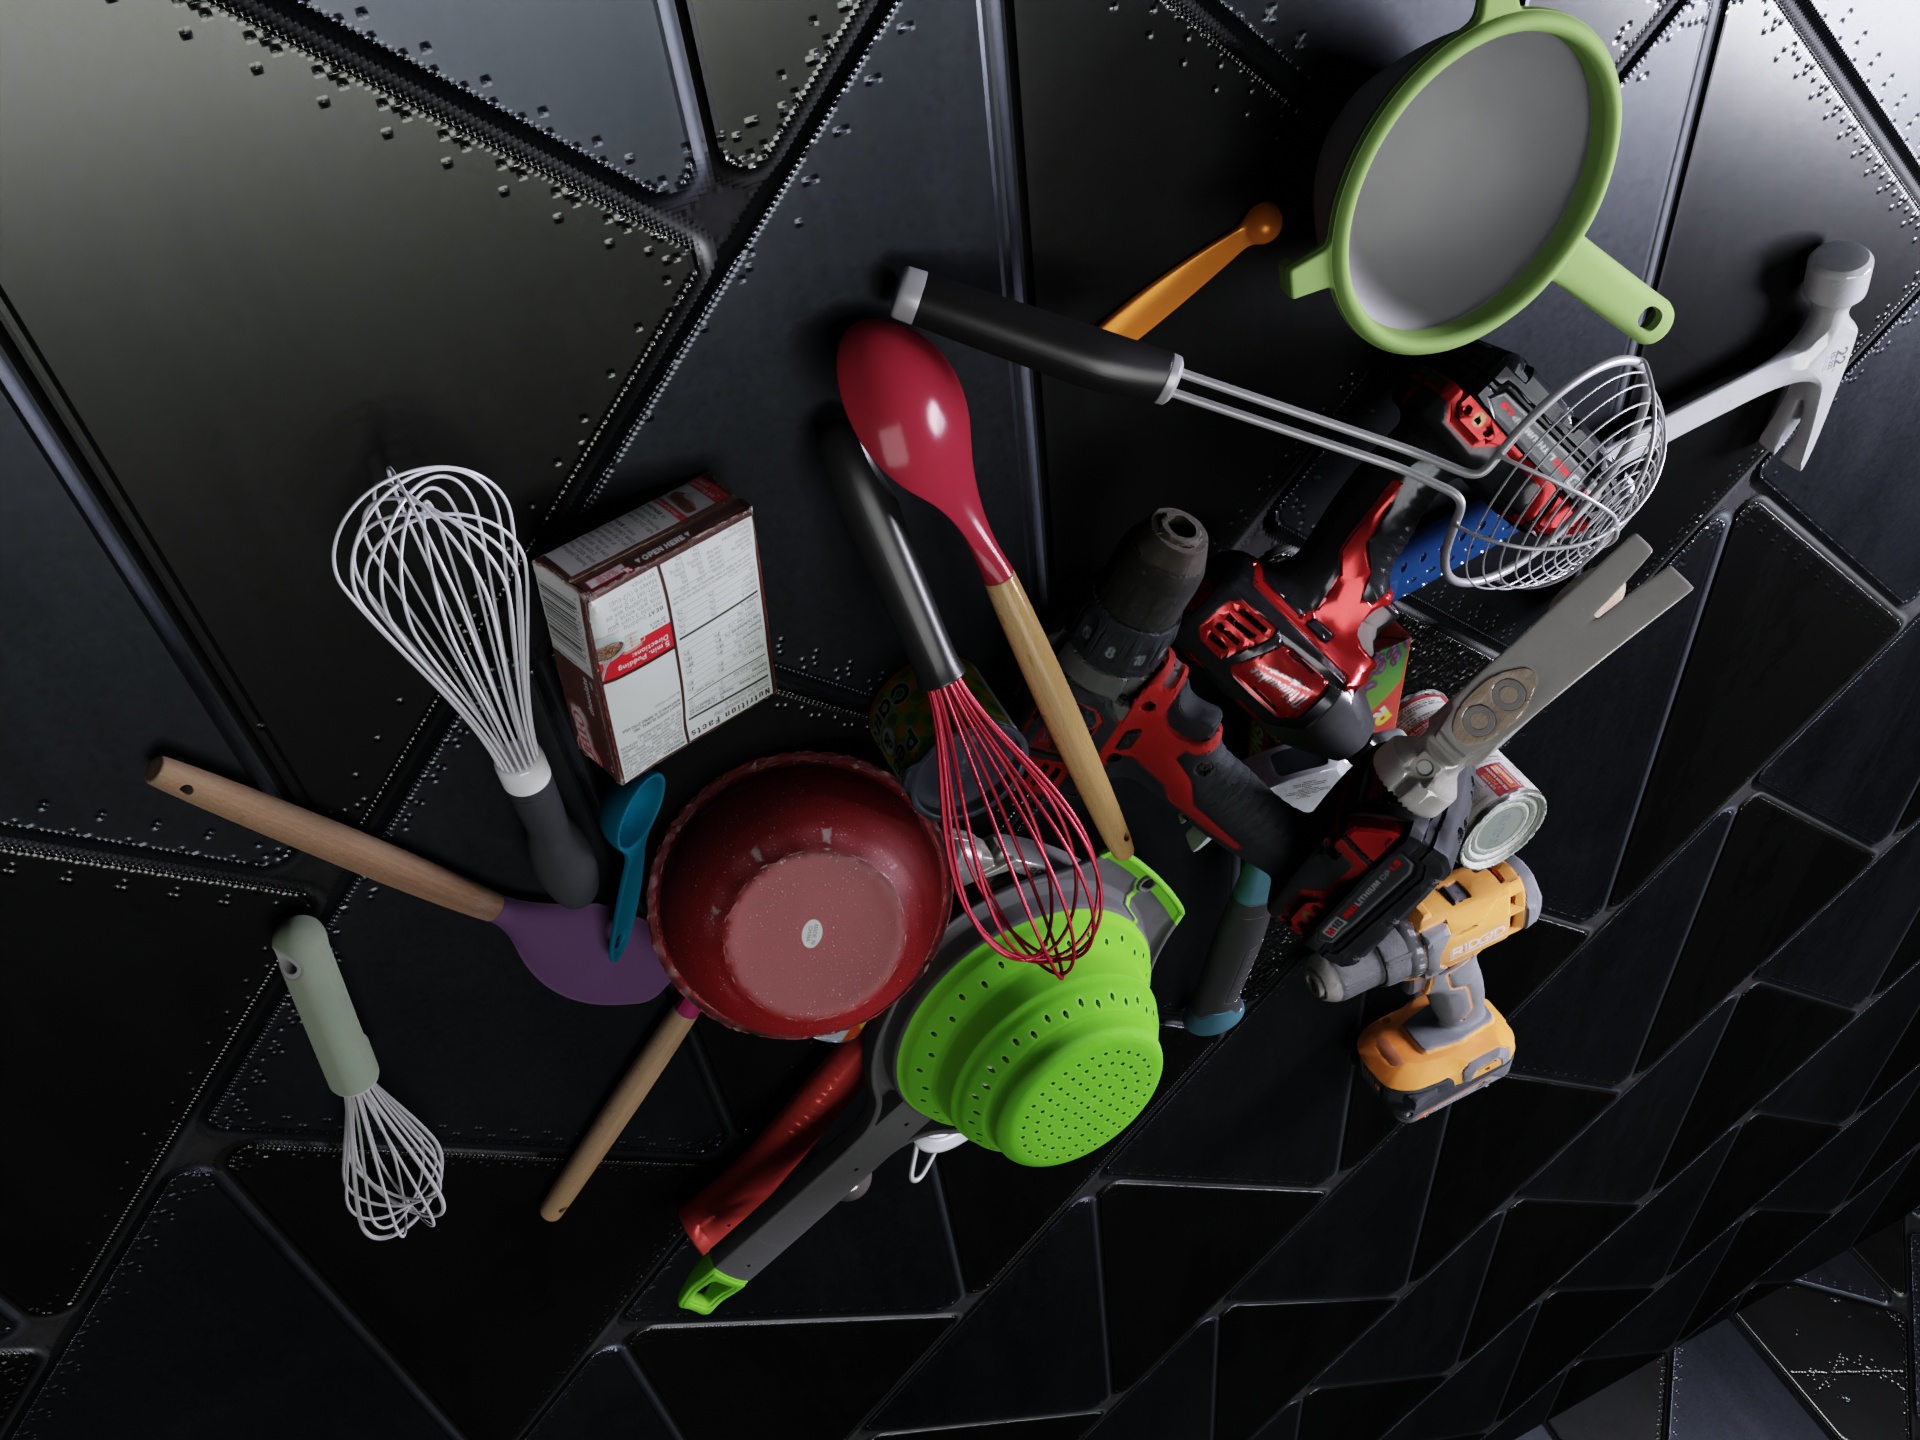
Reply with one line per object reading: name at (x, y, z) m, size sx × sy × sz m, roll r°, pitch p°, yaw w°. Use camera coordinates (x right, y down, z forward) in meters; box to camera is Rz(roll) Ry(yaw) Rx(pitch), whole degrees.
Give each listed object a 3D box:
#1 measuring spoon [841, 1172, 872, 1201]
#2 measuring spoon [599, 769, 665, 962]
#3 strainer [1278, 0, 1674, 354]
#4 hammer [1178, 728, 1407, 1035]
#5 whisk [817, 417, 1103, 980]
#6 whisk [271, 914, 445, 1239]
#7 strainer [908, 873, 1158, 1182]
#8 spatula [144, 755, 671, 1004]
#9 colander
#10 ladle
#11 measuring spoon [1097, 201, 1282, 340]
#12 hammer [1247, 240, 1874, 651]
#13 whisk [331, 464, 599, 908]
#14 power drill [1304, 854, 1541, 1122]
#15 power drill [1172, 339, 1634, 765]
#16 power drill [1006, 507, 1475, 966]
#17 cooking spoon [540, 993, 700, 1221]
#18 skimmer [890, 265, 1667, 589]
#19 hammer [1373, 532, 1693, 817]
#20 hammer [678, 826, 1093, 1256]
measuring spoon at (-0.090, 0.316, 1.056) m, size 0.034 × 0.018 × 0.124 m, roll -43°, pitch 161°, yaw 12°
measuring spoon at (-0.172, 0.073, 0.796) m, size 0.042 × 0.021 × 0.128 m, roll -52°, pitch 164°, yaw -51°
strainer at (0.249, -0.235, 0.737) m, size 0.256 × 0.069 × 0.151 m, roll 13°, pitch 119°, yaw -41°
hammer at (0.189, 0.119, 1.028) m, size 0.128 × 0.033 × 0.330 m, roll -8°, pitch 144°, yaw -9°
whisk at (-0.001, -0.002, 0.737) m, size 0.073 × 0.073 × 0.295 m, roll -26°, pitch 111°, yaw -9°
whisk at (-0.306, 0.186, 0.811) m, size 0.059 × 0.058 × 0.246 m, roll -48°, pitch 149°, yaw -41°
strainer at (0.042, 0.194, 1.041) m, size 0.258 × 0.050 × 0.086 m, roll -48°, pitch 142°, yaw 8°
spatula at (-0.245, 0.083, 0.765) m, size 0.060 × 0.018 × 0.315 m, roll -47°, pitch 139°, yaw 6°
colander at (-0.008, 0.250, 0.951) m, size 0.397 × 0.095 × 0.204 m, roll -43°, pitch 136°, yaw 4°
ladle at (0.025, -0.046, 0.735) m, size 0.069 × 0.031 × 0.315 m, roll -58°, pitch 135°, yaw -36°
measuring spoon at (0.100, -0.195, 0.724) m, size 0.117 × 0.011 × 0.021 m, roll -37°, pitch 139°, yaw 4°
hammer at (0.349, -0.132, 0.926) m, size 0.405 × 0.035 × 0.143 m, roll -27°, pitch 139°, yaw -7°
whisk at (-0.200, 0.001, 0.691) m, size 0.070 × 0.070 × 0.284 m, roll -22°, pitch 142°, yaw -14°
power drill at (0.351, 0.216, 1.233) m, size 0.185 × 0.084 × 0.226 m, roll -22°, pitch 134°, yaw -12°
power drill at (0.227, -0.081, 0.832) m, size 0.143 × 0.079 × 0.219 m, roll 42°, pitch 103°, yaw -16°
power drill at (0.141, 0.007, 0.796) m, size 0.080 × 0.226 × 0.187 m, roll -59°, pitch 178°, yaw -43°
cooking spoon at (-0.169, 0.182, 0.908) m, size 0.068 × 0.017 × 0.318 m, roll -1°, pitch 132°, yaw -53°
skimmer at (0.147, -0.145, 0.708) m, size 0.363 × 0.090 × 0.127 m, roll 16°, pitch 128°, yaw -9°
hammer at (0.322, -0.052, 0.834) m, size 0.146 × 0.038 × 0.410 m, roll -47°, pitch 168°, yaw 27°
hammer at (-0.057, 0.211, 0.996) m, size 0.149 × 0.037 × 0.359 m, roll 20°, pitch 116°, yaw -43°
